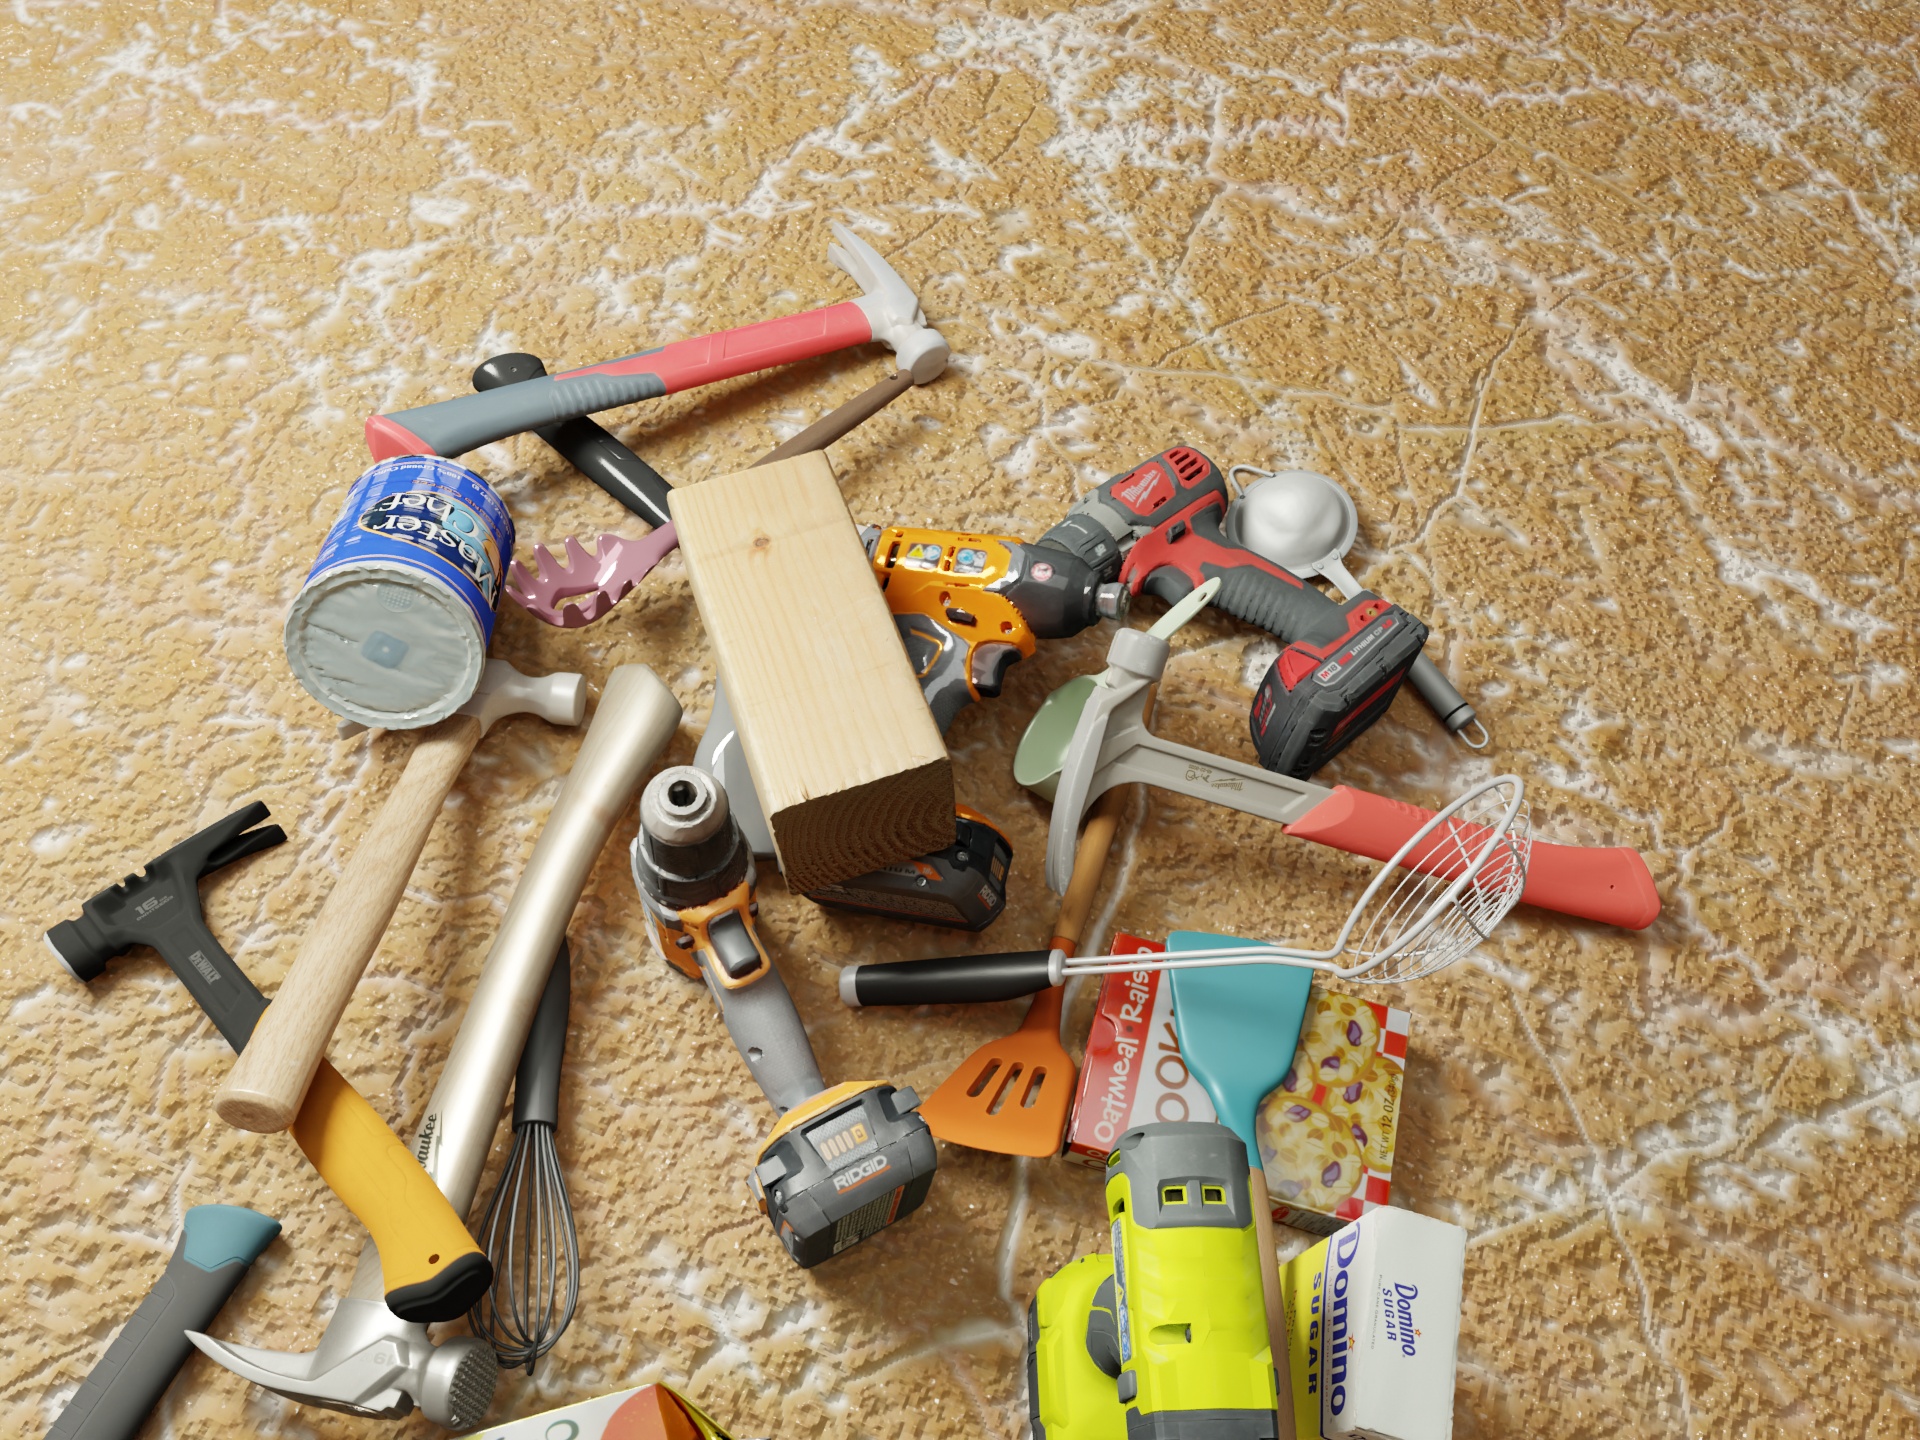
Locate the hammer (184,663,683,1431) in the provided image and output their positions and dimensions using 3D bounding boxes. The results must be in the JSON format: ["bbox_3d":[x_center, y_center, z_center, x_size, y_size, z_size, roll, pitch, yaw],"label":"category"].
[{"bbox_3d":[-0.239,0.138,0.816,0.146,0.038,0.411,1,53,18],"label":"hammer"}]

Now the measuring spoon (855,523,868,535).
[{"bbox_3d":[-0.047,-0.117,1.031,0.124,0.018,0.034,14,59,3],"label":"measuring spoon"}]

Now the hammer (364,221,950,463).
[{"bbox_3d":[-0.201,-0.240,1.044,0.386,0.038,0.143,-22,62,-28],"label":"hammer"}]

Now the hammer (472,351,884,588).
[{"bbox_3d":[-0.193,-0.132,1.016,0.335,0.035,0.146,39,62,17],"label":"hammer"}]

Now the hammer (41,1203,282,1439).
[{"bbox_3d":[-0.417,0.363,0.695,0.128,0.033,0.331,23,59,9],"label":"hammer"}]

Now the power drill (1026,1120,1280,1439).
[{"bbox_3d":[0.082,0.287,0.681,0.080,0.223,0.171,1,59,-5],"label":"power drill"}]

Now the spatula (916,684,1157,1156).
[{"bbox_3d":[0.064,0.100,0.898,0.081,0.041,0.323,6,54,24],"label":"spatula"}]

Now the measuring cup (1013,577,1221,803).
[{"bbox_3d":[0.099,-0.015,0.917,0.038,0.167,0.083,37,22,-22],"label":"measuring cup"}]

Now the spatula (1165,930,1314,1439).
[{"bbox_3d":[0.139,0.228,0.747,0.082,0.044,0.318,11,36,-4],"label":"spatula"}]

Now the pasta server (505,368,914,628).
[{"bbox_3d":[-0.143,-0.146,0.988,0.060,0.040,0.316,35,59,27],"label":"pasta server"}]

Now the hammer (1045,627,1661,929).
[{"bbox_3d":[0.229,0.069,0.896,0.359,0.037,0.149,16,92,-12],"label":"hammer"}]

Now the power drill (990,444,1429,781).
[{"bbox_3d":[0.148,-0.064,0.981,0.188,0.080,0.227,-35,65,-30],"label":"power drill"}]

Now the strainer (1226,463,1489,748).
[{"bbox_3d":[0.257,-0.084,1.032,0.087,0.050,0.259,-33,70,-6],"label":"strainer"}]

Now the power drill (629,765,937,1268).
[{"bbox_3d":[-0.096,0.138,0.779,0.084,0.185,0.226,-24,67,-17],"label":"power drill"}]

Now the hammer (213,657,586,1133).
[{"bbox_3d":[-0.300,0.071,0.822,0.130,0.031,0.332,7,38,0],"label":"hammer"}]

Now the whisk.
[{"bbox_3d":[-0.215,0.206,0.806,0.055,0.055,0.239,-2,54,-7],"label":"whisk"}]

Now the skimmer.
[{"bbox_3d":[0.103,0.094,0.811,0.363,0.090,0.127,-8,13,17],"label":"skimmer"}]

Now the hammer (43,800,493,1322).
[{"bbox_3d":[-0.320,0.162,0.771,0.127,0.034,0.337,-38,52,-25],"label":"hammer"}]

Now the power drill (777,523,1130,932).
[{"bbox_3d":[-0.001,-0.003,0.892,0.164,0.084,0.227,7,68,19],"label":"power drill"}]
